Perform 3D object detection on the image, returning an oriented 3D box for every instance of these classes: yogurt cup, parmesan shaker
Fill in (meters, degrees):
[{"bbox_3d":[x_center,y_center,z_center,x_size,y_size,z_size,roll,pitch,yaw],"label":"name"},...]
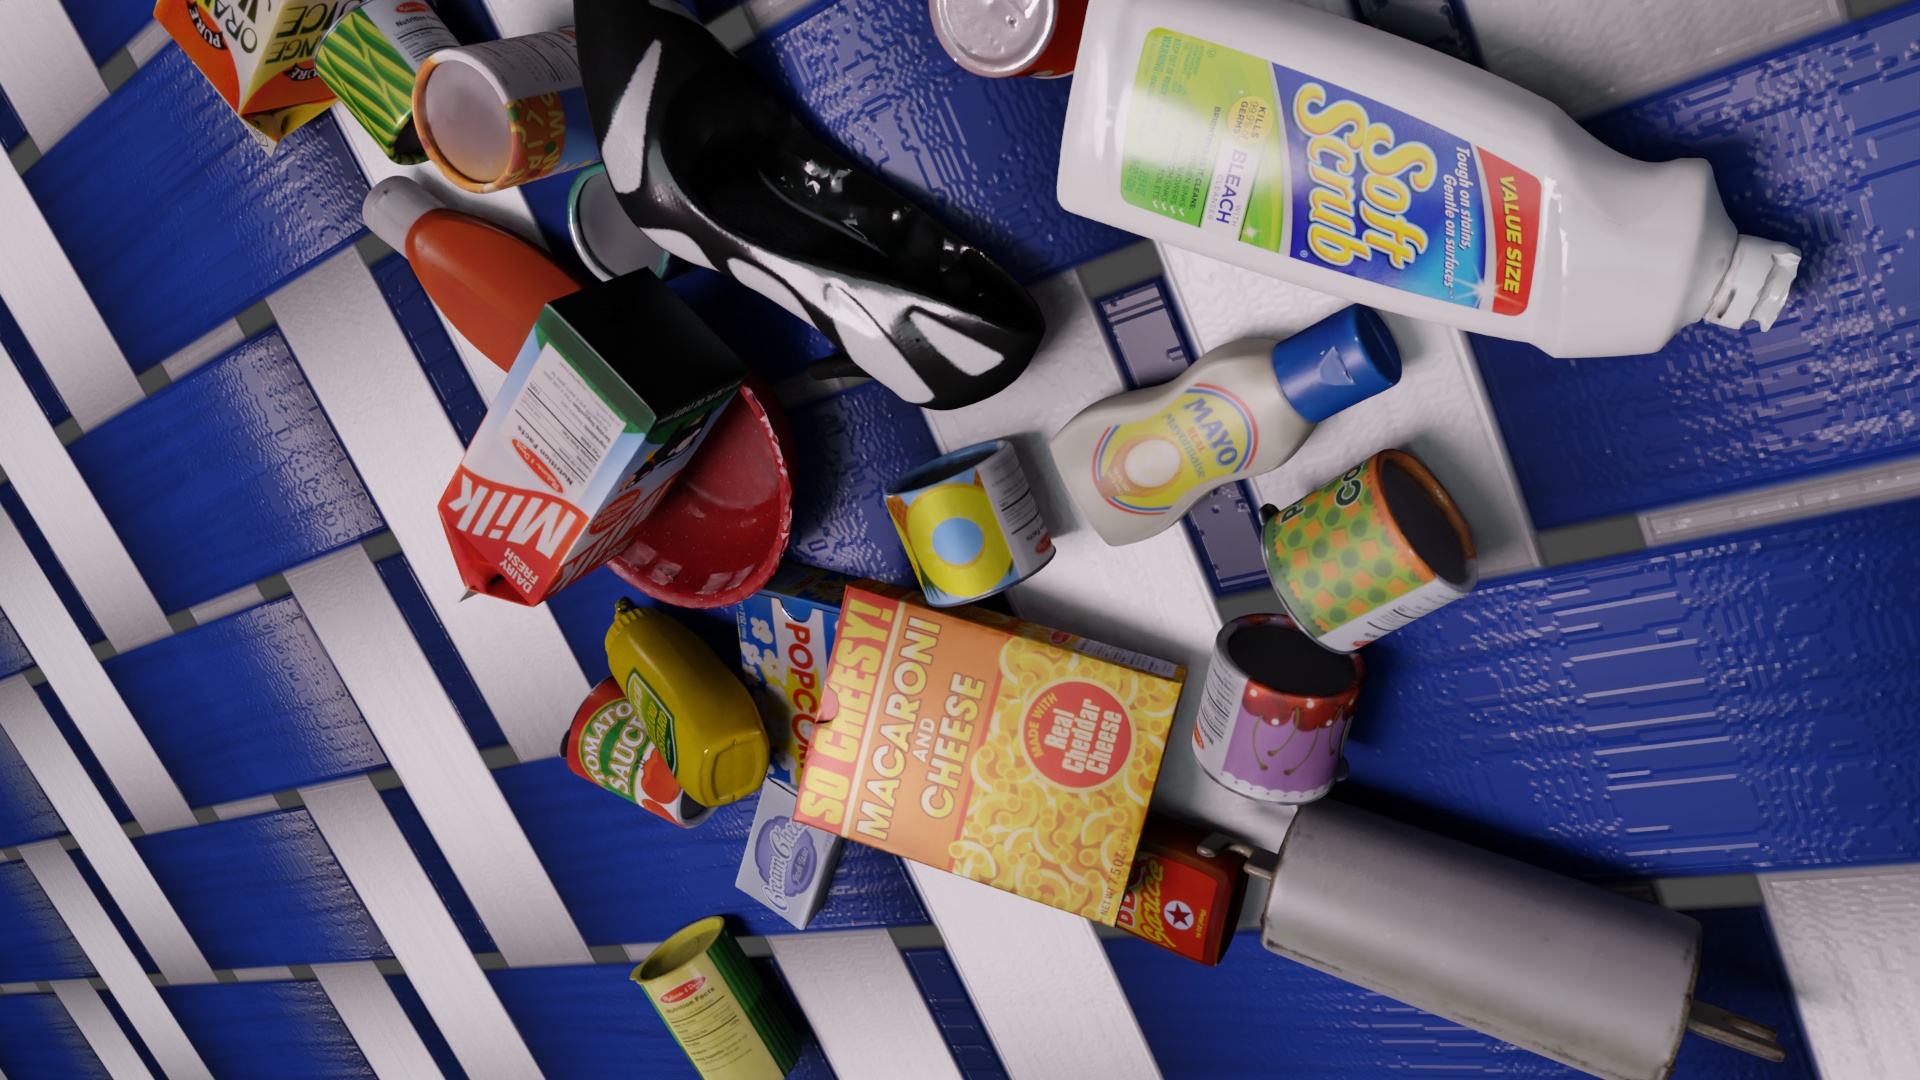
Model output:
[{"bbox_3d":[0.023,-0.213,0.543,0.072,0.054,0.072,13,120,24],"label":"yogurt cup"},{"bbox_3d":[-0.159,0.309,0.909,0.071,0.072,0.103,-22,102,37],"label":"parmesan shaker"}]

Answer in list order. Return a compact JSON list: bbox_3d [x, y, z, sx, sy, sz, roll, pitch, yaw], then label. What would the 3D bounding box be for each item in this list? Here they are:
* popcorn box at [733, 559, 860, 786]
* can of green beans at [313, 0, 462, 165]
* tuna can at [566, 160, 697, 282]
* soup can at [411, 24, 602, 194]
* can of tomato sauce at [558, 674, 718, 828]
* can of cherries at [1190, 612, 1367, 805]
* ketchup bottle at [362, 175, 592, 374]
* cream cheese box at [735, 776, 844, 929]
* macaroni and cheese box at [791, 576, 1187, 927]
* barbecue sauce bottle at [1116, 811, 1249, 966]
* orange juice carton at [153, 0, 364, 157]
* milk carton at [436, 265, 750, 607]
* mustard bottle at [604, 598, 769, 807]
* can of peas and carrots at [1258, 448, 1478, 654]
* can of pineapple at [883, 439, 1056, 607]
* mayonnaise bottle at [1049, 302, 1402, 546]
[{"bbox_3d":[-0.074,0.079,0.760,0.085,0.038,0.126,12,120,26],"label":"popcorn box"},{"bbox_3d":[-0.281,-0.234,0.706,0.058,0.071,0.071,51,128,-2],"label":"can of green beans"},{"bbox_3d":[-0.160,-0.160,0.692,0.071,0.033,0.070,14,121,25],"label":"tuna can"},{"bbox_3d":[-0.208,-0.205,0.666,0.071,0.084,0.071,14,121,24],"label":"soup can"},{"bbox_3d":[-0.183,0.125,0.828,0.083,0.071,0.070,22,123,19],"label":"can of tomato sauce"},{"bbox_3d":[0.142,0.073,0.613,0.071,0.072,0.058,19,122,21],"label":"can of cherries"},{"bbox_3d":[-0.260,-0.144,0.747,0.149,0.043,0.064,37,93,17],"label":"ketchup bottle"},{"bbox_3d":[-0.100,0.184,0.838,0.053,0.024,0.103,30,126,15],"label":"cream cheese box"},{"bbox_3d":[0.012,0.099,0.671,0.166,0.040,0.123,15,98,11],"label":"macaroni and cheese box"},{"bbox_3d":[0.070,0.162,0.713,0.148,0.044,0.064,17,116,23],"label":"barbecue sauce bottle"},{"bbox_3d":[-0.349,-0.288,0.714,0.072,0.073,0.191,49,129,0],"label":"orange juice carton"},{"bbox_3d":[-0.188,-0.036,0.677,0.073,0.073,0.189,46,127,3],"label":"milk carton"},{"bbox_3d":[-0.164,0.081,0.786,0.161,0.049,0.065,41,137,40],"label":"mustard bottle"},{"bbox_3d":[0.164,0.002,0.562,0.058,0.071,0.071,-35,94,37],"label":"can of peas and carrots"},{"bbox_3d":[0.002,-0.008,0.652,0.071,0.071,0.057,-14,106,35],"label":"can of pineapple"},{"bbox_3d":[0.110,-0.051,0.582,0.147,0.041,0.064,-27,97,38],"label":"mayonnaise bottle"}]
